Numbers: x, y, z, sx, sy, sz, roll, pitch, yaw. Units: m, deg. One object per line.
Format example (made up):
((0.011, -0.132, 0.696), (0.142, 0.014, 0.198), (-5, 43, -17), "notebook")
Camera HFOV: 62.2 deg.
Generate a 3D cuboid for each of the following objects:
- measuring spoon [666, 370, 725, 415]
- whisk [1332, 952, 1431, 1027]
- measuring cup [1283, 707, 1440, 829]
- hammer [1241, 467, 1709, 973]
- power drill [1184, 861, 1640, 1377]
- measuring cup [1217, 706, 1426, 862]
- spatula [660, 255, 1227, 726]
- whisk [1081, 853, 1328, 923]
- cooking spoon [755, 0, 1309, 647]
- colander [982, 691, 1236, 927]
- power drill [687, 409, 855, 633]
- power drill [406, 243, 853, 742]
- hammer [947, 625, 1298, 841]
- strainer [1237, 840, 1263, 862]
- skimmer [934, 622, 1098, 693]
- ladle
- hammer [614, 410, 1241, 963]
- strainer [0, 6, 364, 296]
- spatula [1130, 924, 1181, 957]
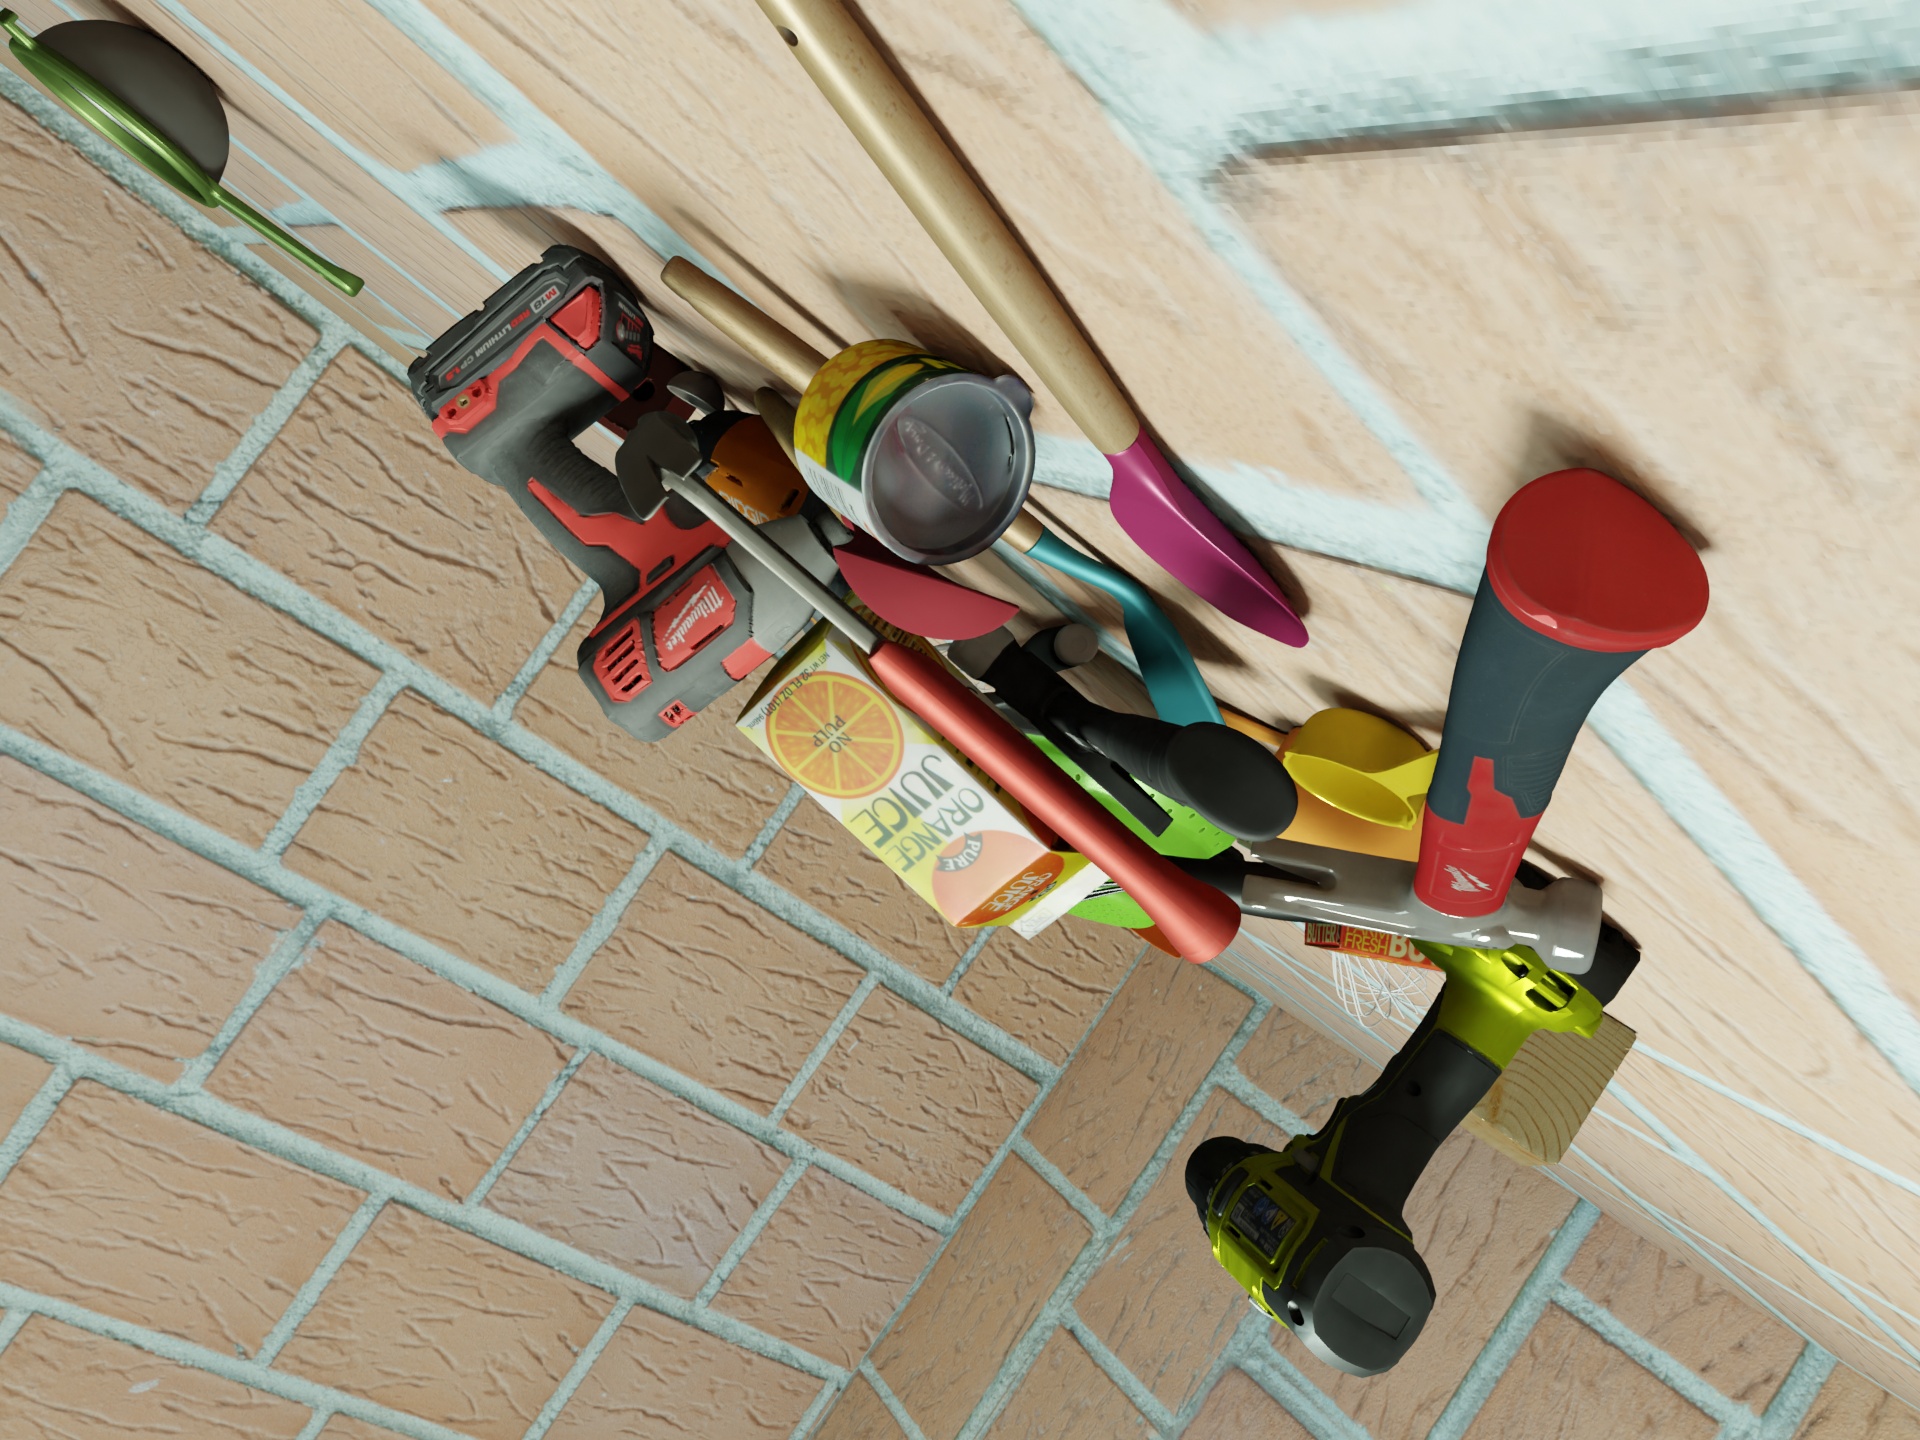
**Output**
((-0.132, -0.178, 0.929), (0.034, 0.018, 0.124), (26, 179, 19), "measuring spoon")
((0.258, 0.134, 1.058), (0.070, 0.070, 0.284), (31, 169, 40), "whisk")
((0.174, 0.010, 0.590), (0.062, 0.029, 0.156), (31, 164, -9), "measuring cup")
((0.151, 0.020, 0.502), (0.143, 0.038, 0.386), (9, 165, 17), "hammer")
((0.197, 0.173, 0.752), (0.080, 0.228, 0.190), (36, 175, -10), "power drill")
((0.151, 0.034, 0.770), (0.174, 0.052, 0.095), (28, 172, 44), "measuring cup")
((0.005, -0.081, 0.661), (0.317, 0.044, 0.082), (35, -179, -21), "spatula")
((0.096, 0.083, 0.830), (0.239, 0.055, 0.055), (4, 160, 29), "whisk")
((0.036, -0.098, 0.464), (0.069, 0.017, 0.318), (31, 174, 39), "cooking spoon")
((0.018, 0.058, 1.009), (0.397, 0.094, 0.204), (7, 161, 42), "colander")
((-0.086, -0.067, 0.892), (0.164, 0.084, 0.226), (32, 146, 41), "power drill")
((-0.156, -0.113, 0.771), (0.220, 0.143, 0.078), (54, -174, 14), "power drill")
((0.077, 0.013, 0.685), (0.146, 0.035, 0.335), (40, 179, -9), "hammer")
((0.226, 0.092, 0.926), (0.087, 0.050, 0.258), (22, 175, 31), "strainer")
((0.025, -0.009, 1.000), (0.127, 0.090, 0.363), (27, 176, -6), "skimmer")
((-0.051, -0.098, 0.676), (0.069, 0.031, 0.316), (17, -162, -27), "ladle")
((-0.001, -0.002, 0.689), (0.358, 0.036, 0.149), (41, -176, -22), "hammer")
((-0.505, -0.391, 1.078), (0.256, 0.069, 0.151), (36, 173, -13), "strainer")
((0.068, 0.078, 1.225), (0.081, 0.041, 0.323), (35, -178, -36), "spatula")
